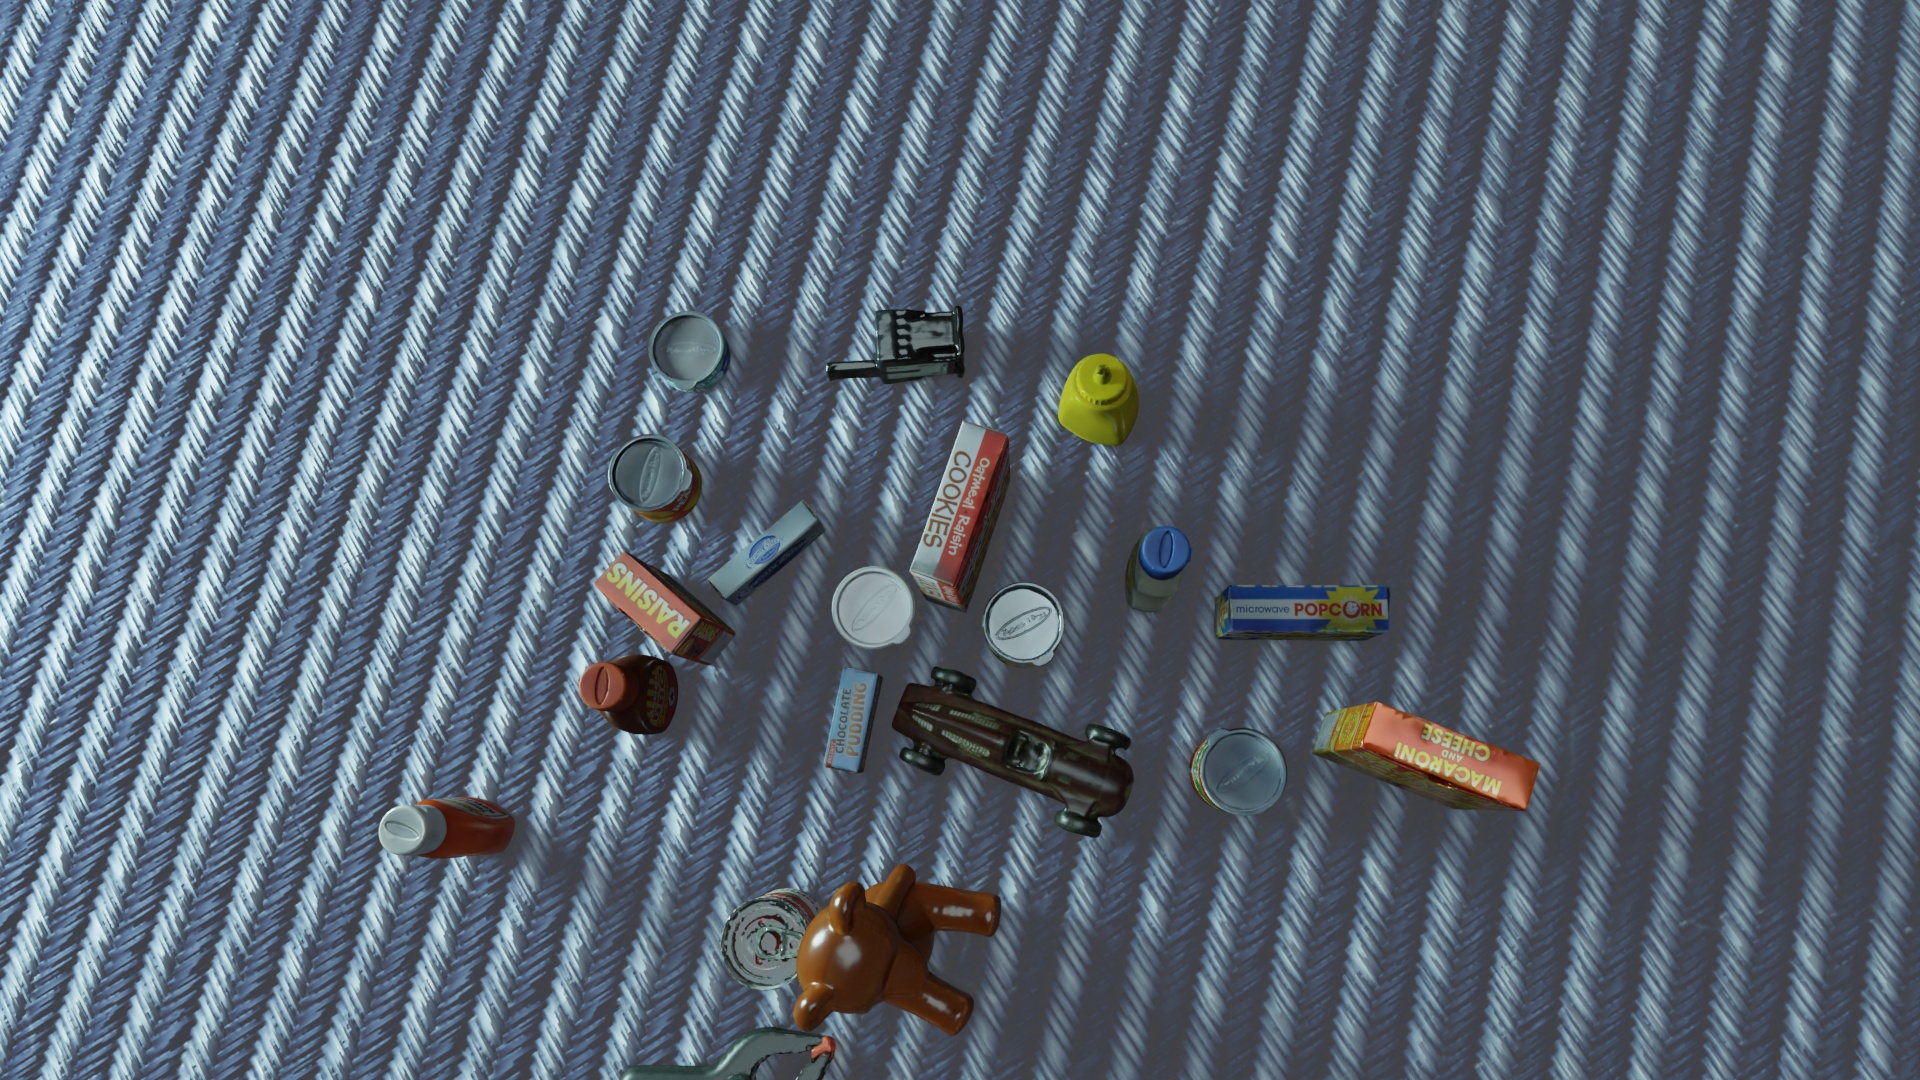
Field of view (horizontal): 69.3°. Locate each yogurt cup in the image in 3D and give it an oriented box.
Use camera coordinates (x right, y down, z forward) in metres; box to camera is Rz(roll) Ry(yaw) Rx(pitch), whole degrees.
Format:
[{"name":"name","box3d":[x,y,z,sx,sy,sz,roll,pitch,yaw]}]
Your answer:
[{"name":"yogurt cup","box3d":[-0.070,0.059,1.153,0.072,0.054,0.072,0,80,3]}]

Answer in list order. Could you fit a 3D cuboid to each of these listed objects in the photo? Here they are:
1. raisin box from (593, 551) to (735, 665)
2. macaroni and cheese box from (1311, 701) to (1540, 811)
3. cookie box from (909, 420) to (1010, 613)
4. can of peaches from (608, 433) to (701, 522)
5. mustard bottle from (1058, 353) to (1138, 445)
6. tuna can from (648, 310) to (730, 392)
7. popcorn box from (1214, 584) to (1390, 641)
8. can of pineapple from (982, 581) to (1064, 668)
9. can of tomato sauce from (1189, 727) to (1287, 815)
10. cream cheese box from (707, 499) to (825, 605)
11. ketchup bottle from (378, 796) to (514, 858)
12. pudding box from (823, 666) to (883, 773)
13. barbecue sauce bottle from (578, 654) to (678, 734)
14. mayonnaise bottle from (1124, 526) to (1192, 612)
[{"name":"raisin box","box3d":[-0.238,0.057,1.125,0.086,0.123,0.040,40,84,8]},{"name":"macaroni and cheese box","box3d":[0.348,0.167,1.057,0.124,0.166,0.040,21,82,6]},{"name":"cookie box","box3d":[0.004,-0.014,1.105,0.040,0.167,0.123,18,81,6]},{"name":"can of peaches","box3d":[-0.256,-0.051,1.179,0.071,0.058,0.071,0,80,3]},{"name":"mustard bottle","box3d":[0.114,-0.118,1.123,0.065,0.160,0.049,21,82,6]},{"name":"tuna can","box3d":[-0.236,-0.162,1.212,0.071,0.033,0.071,0,80,3]},{"name":"popcorn box","box3d":[0.273,0.059,1.122,0.127,0.085,0.038,0,80,3]},{"name":"can of pineapple","box3d":[0.052,0.072,1.143,0.071,0.058,0.071,0,80,3]},{"name":"can of tomato sauce","box3d":[0.217,0.182,1.102,0.071,0.083,0.071,0,80,3]},{"name":"cream cheese box","box3d":[-0.161,0.011,1.166,0.104,0.053,0.024,-40,81,-5]},{"name":"ketchup bottle","box3d":[-0.405,0.226,1.089,0.065,0.148,0.043,18,81,6]},{"name":"pudding box","box3d":[-0.088,0.147,1.139,0.030,0.049,0.084,11,80,5]},{"name":"barbecue sauce bottle","box3d":[-0.263,0.120,1.102,0.044,0.148,0.065,3,80,3]},{"name":"mayonnaise bottle","box3d":[0.156,0.018,1.102,0.041,0.148,0.065,8,81,4]}]
